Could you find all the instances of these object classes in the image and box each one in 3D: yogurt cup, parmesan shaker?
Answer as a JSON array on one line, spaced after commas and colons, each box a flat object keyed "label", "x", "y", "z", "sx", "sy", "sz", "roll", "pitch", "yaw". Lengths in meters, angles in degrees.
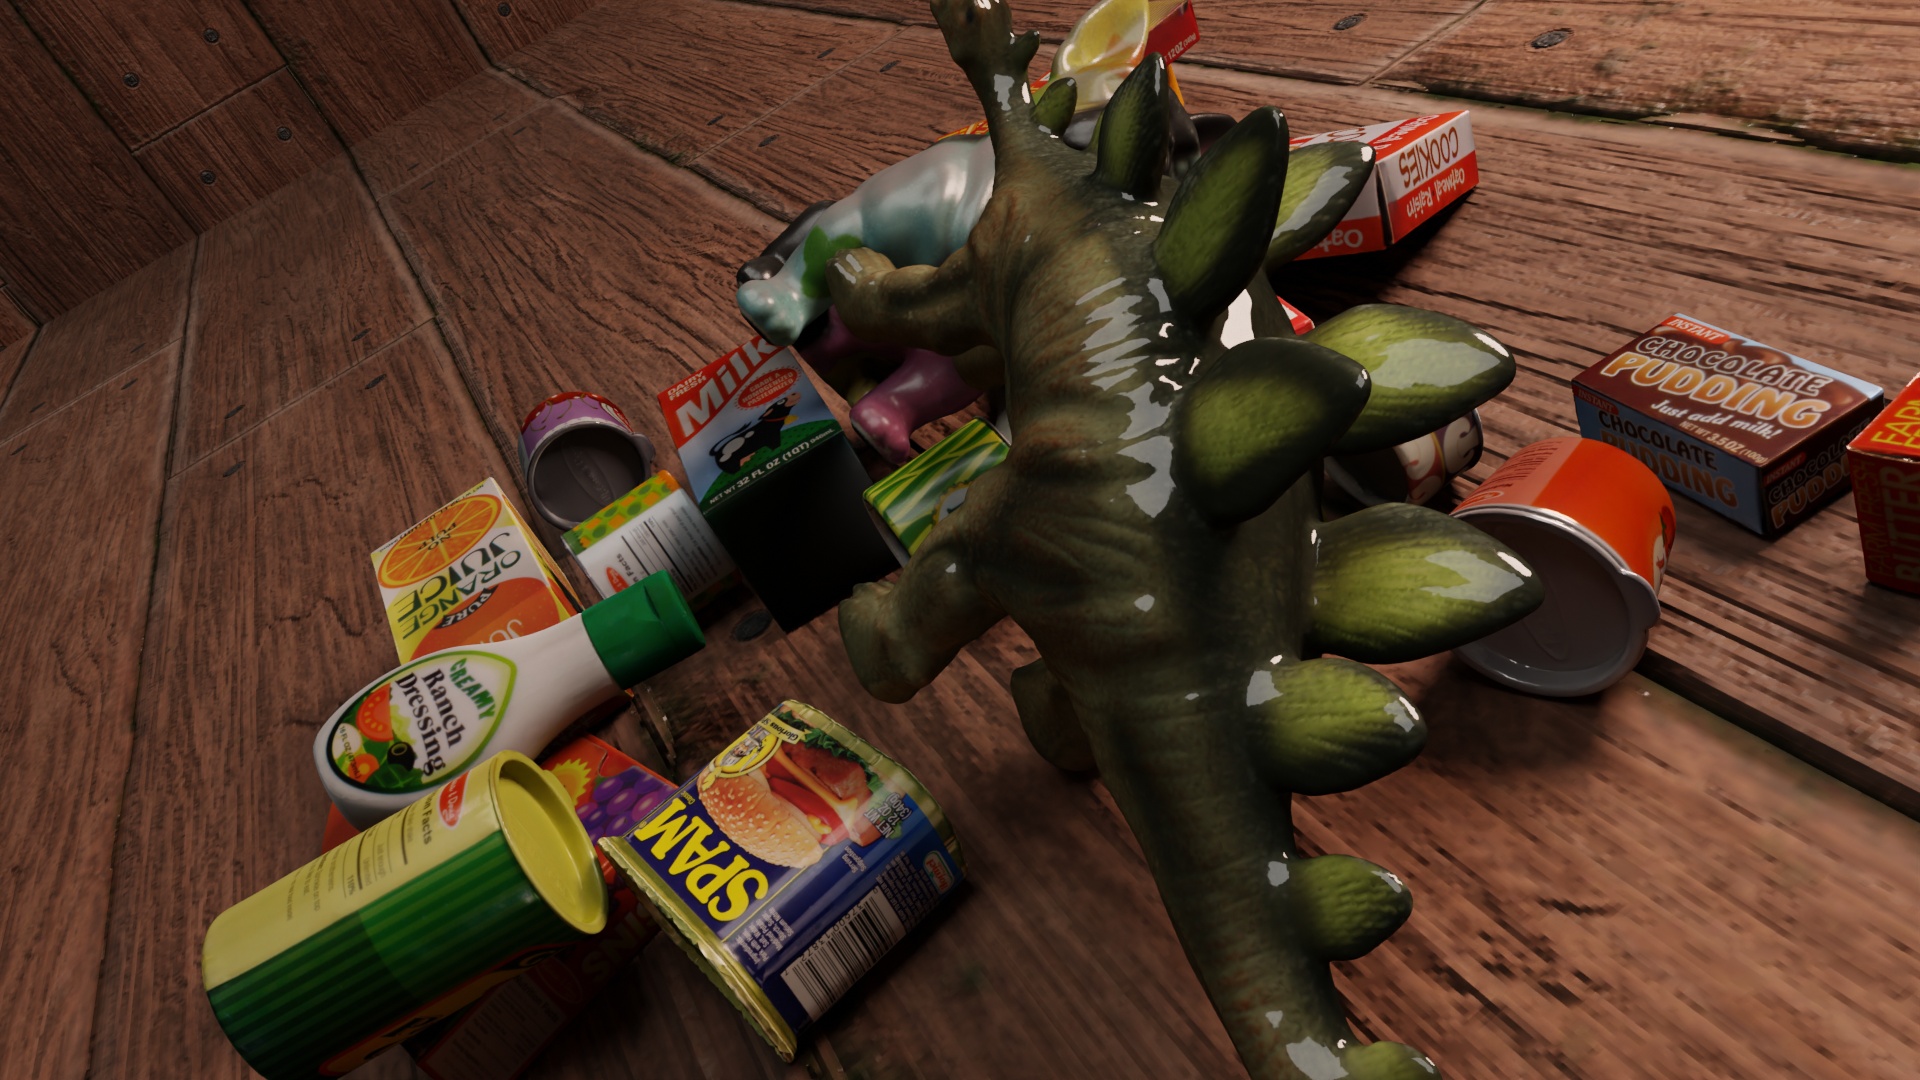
[{"label": "yogurt cup", "x": 0.179, "y": 0.005, "z": 0.420, "sx": 0.072, "sy": 0.072, "sz": 0.054, "roll": 7, "pitch": 38, "yaw": 43}, {"label": "parmesan shaker", "x": -0.176, "y": 0.121, "z": 0.449, "sx": 0.103, "sy": 0.071, "sz": 0.071, "roll": -30, "pitch": 32, "yaw": -1}]

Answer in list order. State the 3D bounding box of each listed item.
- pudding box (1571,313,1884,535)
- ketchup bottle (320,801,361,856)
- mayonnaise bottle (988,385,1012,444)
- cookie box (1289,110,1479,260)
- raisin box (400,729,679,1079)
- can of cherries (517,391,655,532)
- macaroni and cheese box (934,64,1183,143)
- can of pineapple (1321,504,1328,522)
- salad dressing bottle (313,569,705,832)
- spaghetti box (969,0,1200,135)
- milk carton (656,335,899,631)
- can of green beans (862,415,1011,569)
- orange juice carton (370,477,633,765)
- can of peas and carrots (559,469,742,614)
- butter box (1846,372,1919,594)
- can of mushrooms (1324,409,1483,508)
[{"label": "pudding box", "x": 0.251, "y": -0.040, "z": 0.458, "sx": 0.050, "sy": 0.030, "sz": 0.084, "roll": -30, "pitch": 33, "yaw": -5}, {"label": "ketchup bottle", "x": -0.242, "y": 0.114, "z": 0.601, "sx": 0.065, "sy": 0.043, "sz": 0.149, "roll": -31, "pitch": 32, "yaw": -6}, {"label": "mayonnaise bottle", "x": 0.042, "y": -0.073, "z": 0.652, "sx": 0.064, "sy": 0.041, "sz": 0.149, "roll": -29, "pitch": 30, "yaw": 11}, {"label": "cookie box", "x": 0.147, "y": -0.164, "z": 0.671, "sx": 0.167, "sy": 0.040, "sz": 0.123, "roll": 1, "pitch": 25, "yaw": 38}, {"label": "raisin box", "x": -0.158, "y": 0.135, "z": 0.514, "sx": 0.086, "sy": 0.040, "sz": 0.124, "roll": 13, "pitch": 50, "yaw": 48}, {"label": "can of cherries", "x": -0.209, "y": -0.045, "z": 0.778, "sx": 0.071, "sy": 0.071, "sz": 0.058, "roll": -33, "pitch": 31, "yaw": -7}, {"label": "macaroni and cheese box", "x": 0.054, "y": -0.242, "z": 0.877, "sx": 0.166, "sy": 0.040, "sz": 0.124, "roll": -14, "pitch": 35, "yaw": 21}, {"label": "can of pineapple", "x": 0.097, "y": -0.016, "z": 0.513, "sx": 0.071, "sy": 0.057, "sz": 0.071, "roll": -20, "pitch": 33, "yaw": 14}, {"label": "salad dressing bottle", "x": -0.175, "y": 0.061, "z": 0.548, "sx": 0.148, "sy": 0.043, "sz": 0.064, "roll": -28, "pitch": 62, "yaw": -9}, {"label": "spaghetti box", "x": 0.046, "y": -0.247, "z": 0.824, "sx": 0.251, "sy": 0.028, "sz": 0.050, "roll": -44, "pitch": 37, "yaw": -22}, {"label": "milk carton", "x": -0.094, "y": -0.044, "z": 0.681, "sx": 0.072, "sy": 0.073, "sz": 0.191, "roll": -32, "pitch": 32, "yaw": -4}, {"label": "can of green beans", "x": 0.001, "y": -0.008, "z": 0.567, "sx": 0.058, "sy": 0.071, "sz": 0.071, "roll": -34, "pitch": 33, "yaw": -8}, {"label": "orange juice carton", "x": -0.212, "y": 0.046, "z": 0.645, "sx": 0.072, "sy": 0.072, "sz": 0.193, "roll": -35, "pitch": 33, "yaw": -11}, {"label": "can of peas and carrots", "x": -0.146, "y": 0.008, "z": 0.656, "sx": 0.059, "sy": 0.070, "sz": 0.071, "roll": -35, "pitch": 33, "yaw": -12}, {"label": "butter box", "x": 0.296, "y": -0.034, "z": 0.395, "sx": 0.104, "sy": 0.053, "sz": 0.024, "roll": -38, "pitch": 31, "yaw": -15}, {"label": "can of mushrooms", "x": 0.151, "y": -0.045, "z": 0.501, "sx": 0.033, "sy": 0.070, "sz": 0.071, "roll": -36, "pitch": 33, "yaw": -9}]
